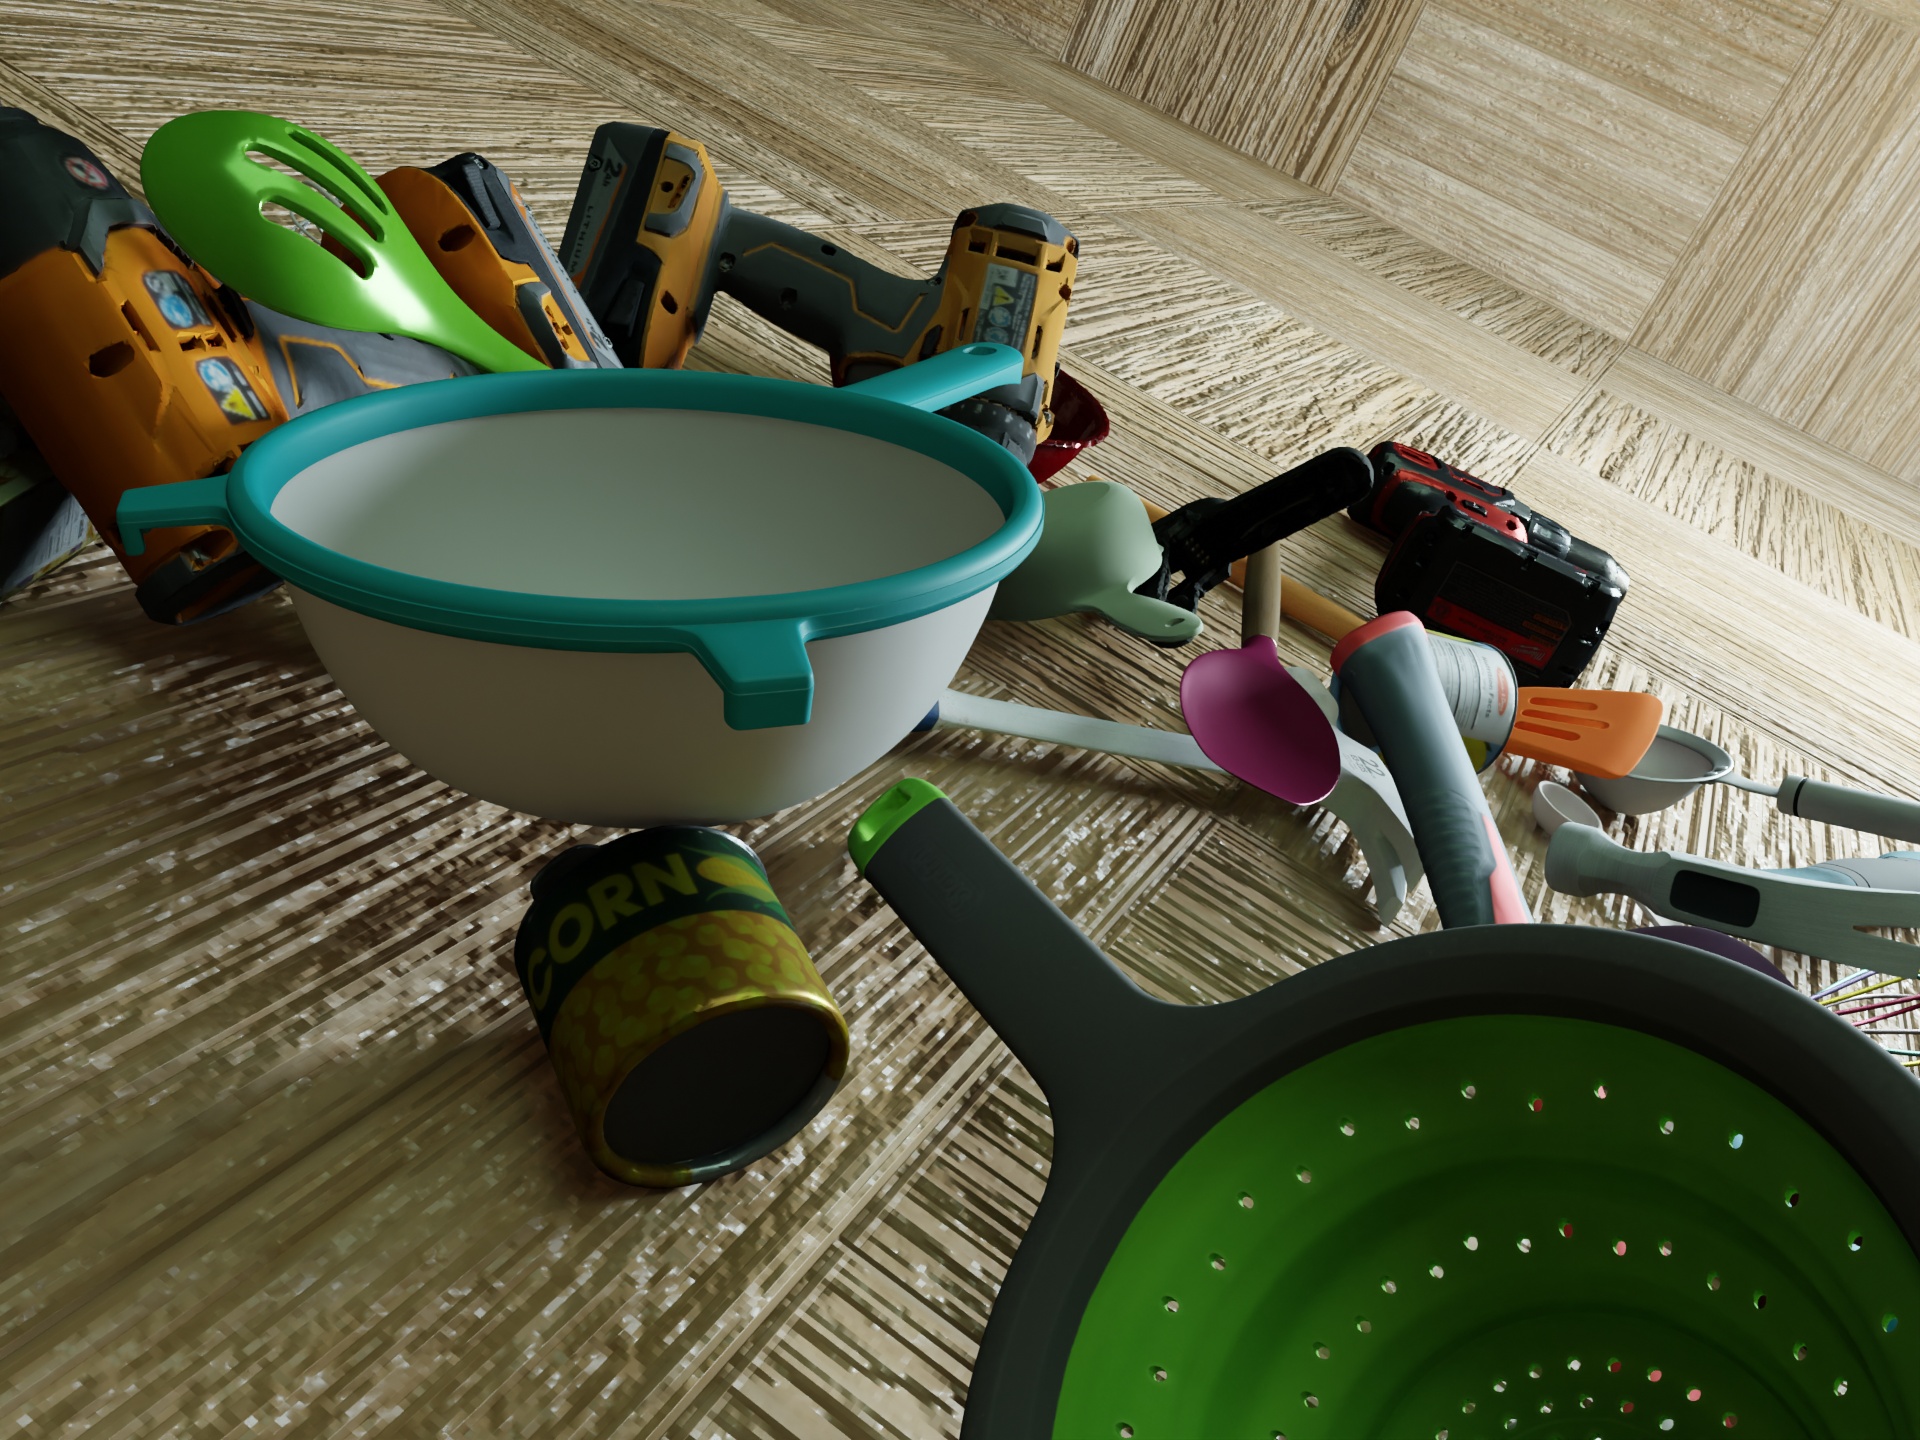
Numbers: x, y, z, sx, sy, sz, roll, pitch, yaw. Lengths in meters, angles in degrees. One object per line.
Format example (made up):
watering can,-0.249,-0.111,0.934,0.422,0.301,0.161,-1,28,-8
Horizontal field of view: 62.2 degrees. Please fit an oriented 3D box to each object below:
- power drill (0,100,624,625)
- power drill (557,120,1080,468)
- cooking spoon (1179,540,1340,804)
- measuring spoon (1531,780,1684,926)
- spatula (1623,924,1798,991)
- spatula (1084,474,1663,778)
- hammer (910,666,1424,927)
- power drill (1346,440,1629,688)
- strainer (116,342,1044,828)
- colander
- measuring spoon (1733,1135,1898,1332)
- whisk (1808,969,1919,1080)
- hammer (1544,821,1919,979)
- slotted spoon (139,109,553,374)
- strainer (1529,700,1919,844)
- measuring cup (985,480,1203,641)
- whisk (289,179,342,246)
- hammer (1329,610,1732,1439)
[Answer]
power drill,-0.219,-0.134,0.528,0.164,0.084,0.226,59,25,-7
power drill,-0.068,-0.160,0.716,0.226,0.084,0.185,13,74,-5
cooking spoon,0.132,-0.040,0.702,0.069,0.017,0.319,27,26,-1
measuring spoon,0.297,0.076,0.718,0.034,0.018,0.124,8,39,-35
spatula,0.362,0.144,0.609,0.315,0.060,0.018,22,1,-18
spatula,0.202,-0.058,0.835,0.323,0.041,0.081,32,45,18
hammer,-0.001,-0.002,0.589,0.405,0.035,0.144,10,31,-25
power drill,0.330,-0.089,0.960,0.188,0.080,0.227,25,25,0
strainer,-0.059,-0.051,0.497,0.211,0.095,0.340,15,26,21
colander,0.073,0.119,0.377,0.094,0.204,0.397,48,-4,-32
measuring spoon,0.235,0.126,0.460,0.042,0.021,0.129,12,41,-25
whisk,0.337,0.118,0.638,0.244,0.047,0.051,3,50,-28
hammer,0.396,0.076,0.724,0.128,0.033,0.330,16,8,43
slotted spoon,-0.125,-0.103,0.549,0.313,0.031,0.070,33,46,-44
strainer,0.383,0.036,0.748,0.087,0.050,0.259,-16,21,-38
measuring cup,0.054,-0.063,0.621,0.083,0.038,0.168,-22,18,-9
whisk,-0.217,-0.164,0.695,0.058,0.059,0.246,-41,67,-20
hammer,0.195,0.093,0.525,0.143,0.038,0.387,18,37,-14
